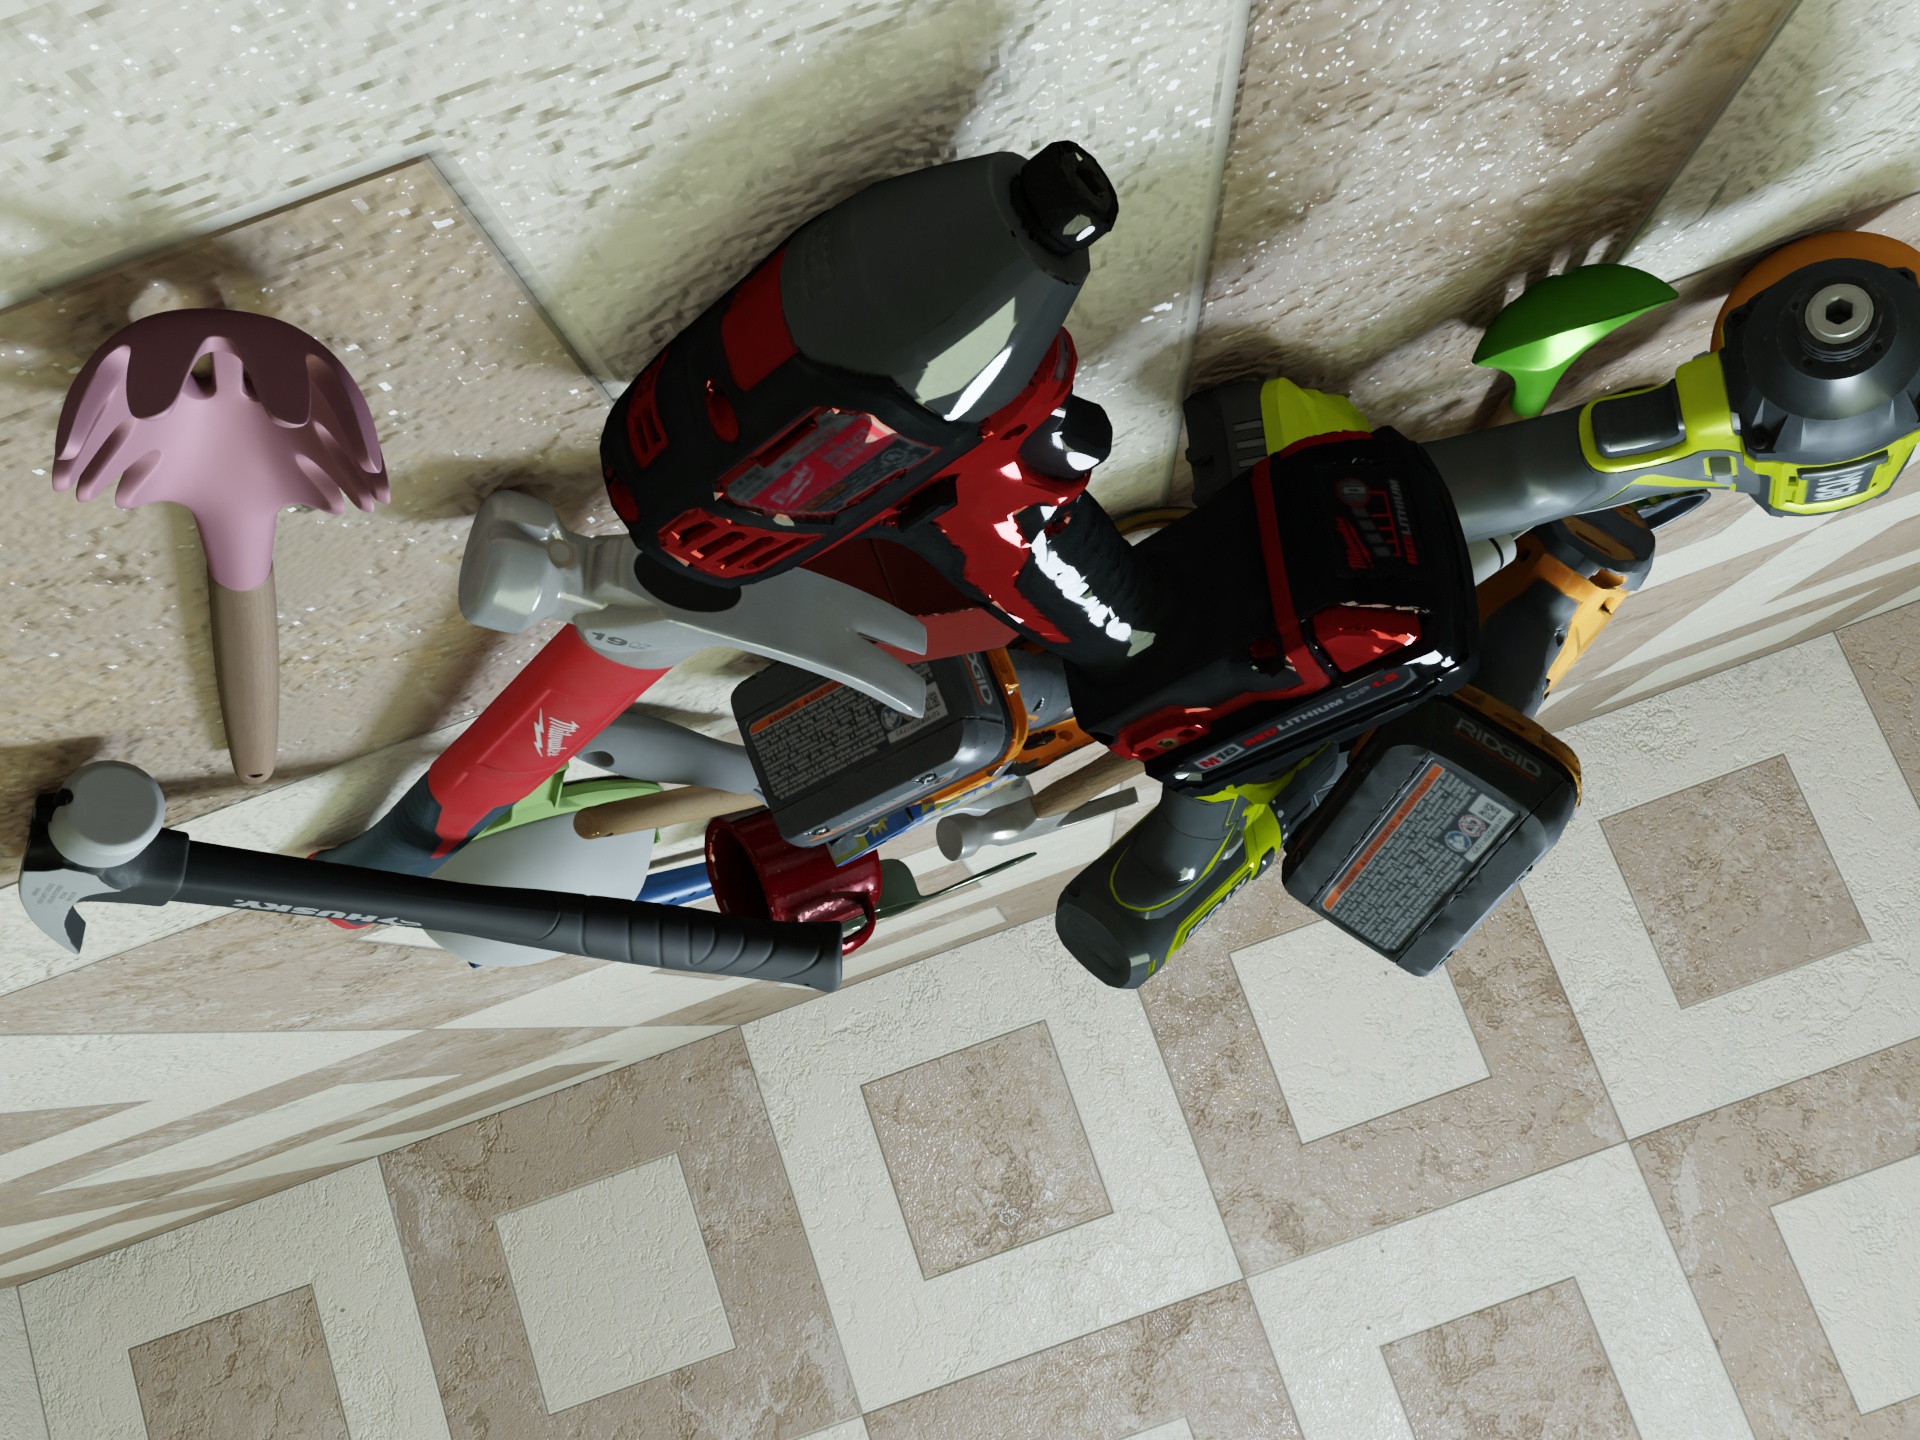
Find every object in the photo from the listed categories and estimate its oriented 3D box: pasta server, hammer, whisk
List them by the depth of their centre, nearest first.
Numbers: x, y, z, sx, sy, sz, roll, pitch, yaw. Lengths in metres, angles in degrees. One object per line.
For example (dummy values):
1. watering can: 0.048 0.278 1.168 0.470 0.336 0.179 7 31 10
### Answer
1. pasta server: -0.192 -0.024 0.424 0.060 0.040 0.316 -1 163 -23
2. hammer: -0.166 0.024 0.603 0.143 0.038 0.386 15 154 -29
3. hammer: -0.192 0.079 0.643 0.334 0.035 0.146 14 154 -34
4. whisk: -0.100 0.023 0.750 0.055 0.055 0.238 -25 160 23
5. hammer: 0.118 0.016 0.967 0.130 0.031 0.331 -12 166 -35
6. hammer: -0.130 0.094 1.077 0.405 0.035 0.144 -13 167 -29

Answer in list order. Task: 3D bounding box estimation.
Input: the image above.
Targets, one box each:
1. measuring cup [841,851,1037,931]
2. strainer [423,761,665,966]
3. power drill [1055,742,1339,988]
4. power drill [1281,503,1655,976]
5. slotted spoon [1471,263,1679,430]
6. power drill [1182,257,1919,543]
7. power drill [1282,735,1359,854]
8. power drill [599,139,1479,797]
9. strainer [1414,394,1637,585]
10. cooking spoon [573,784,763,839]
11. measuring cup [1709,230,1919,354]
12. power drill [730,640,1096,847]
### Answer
1. measuring cup: -0.027 0.110 1.144 0.167 0.038 0.083 -19 169 -12
2. strainer: -0.201 0.072 0.771 0.151 0.069 0.256 -15 169 -21
3. power drill: 0.139 0.015 0.764 0.190 0.080 0.228 -38 158 -27
4. power drill: 0.221 0.012 0.715 0.226 0.084 0.185 -48 168 -44
5. slotted spoon: 0.235 -0.129 0.679 0.070 0.031 0.313 -16 171 7
6. power drill: 0.197 -0.092 0.533 0.223 0.080 0.171 -11 173 26
7. power drill: 0.252 -0.001 0.999 0.188 0.080 0.227 -21 -161 4
8. power drill: 0.034 -0.060 0.414 0.219 0.079 0.143 22 142 -39
9. strainer: 0.224 -0.077 0.652 0.258 0.050 0.087 -33 -164 -15
10. cooking spoon: -0.106 0.037 0.838 0.069 0.017 0.319 -25 174 21
11. measuring cup: 0.374 -0.147 0.596 0.174 0.095 0.052 -2 175 35
12. power drill: -0.001 -0.002 0.741 0.164 0.084 0.226 -27 171 31
